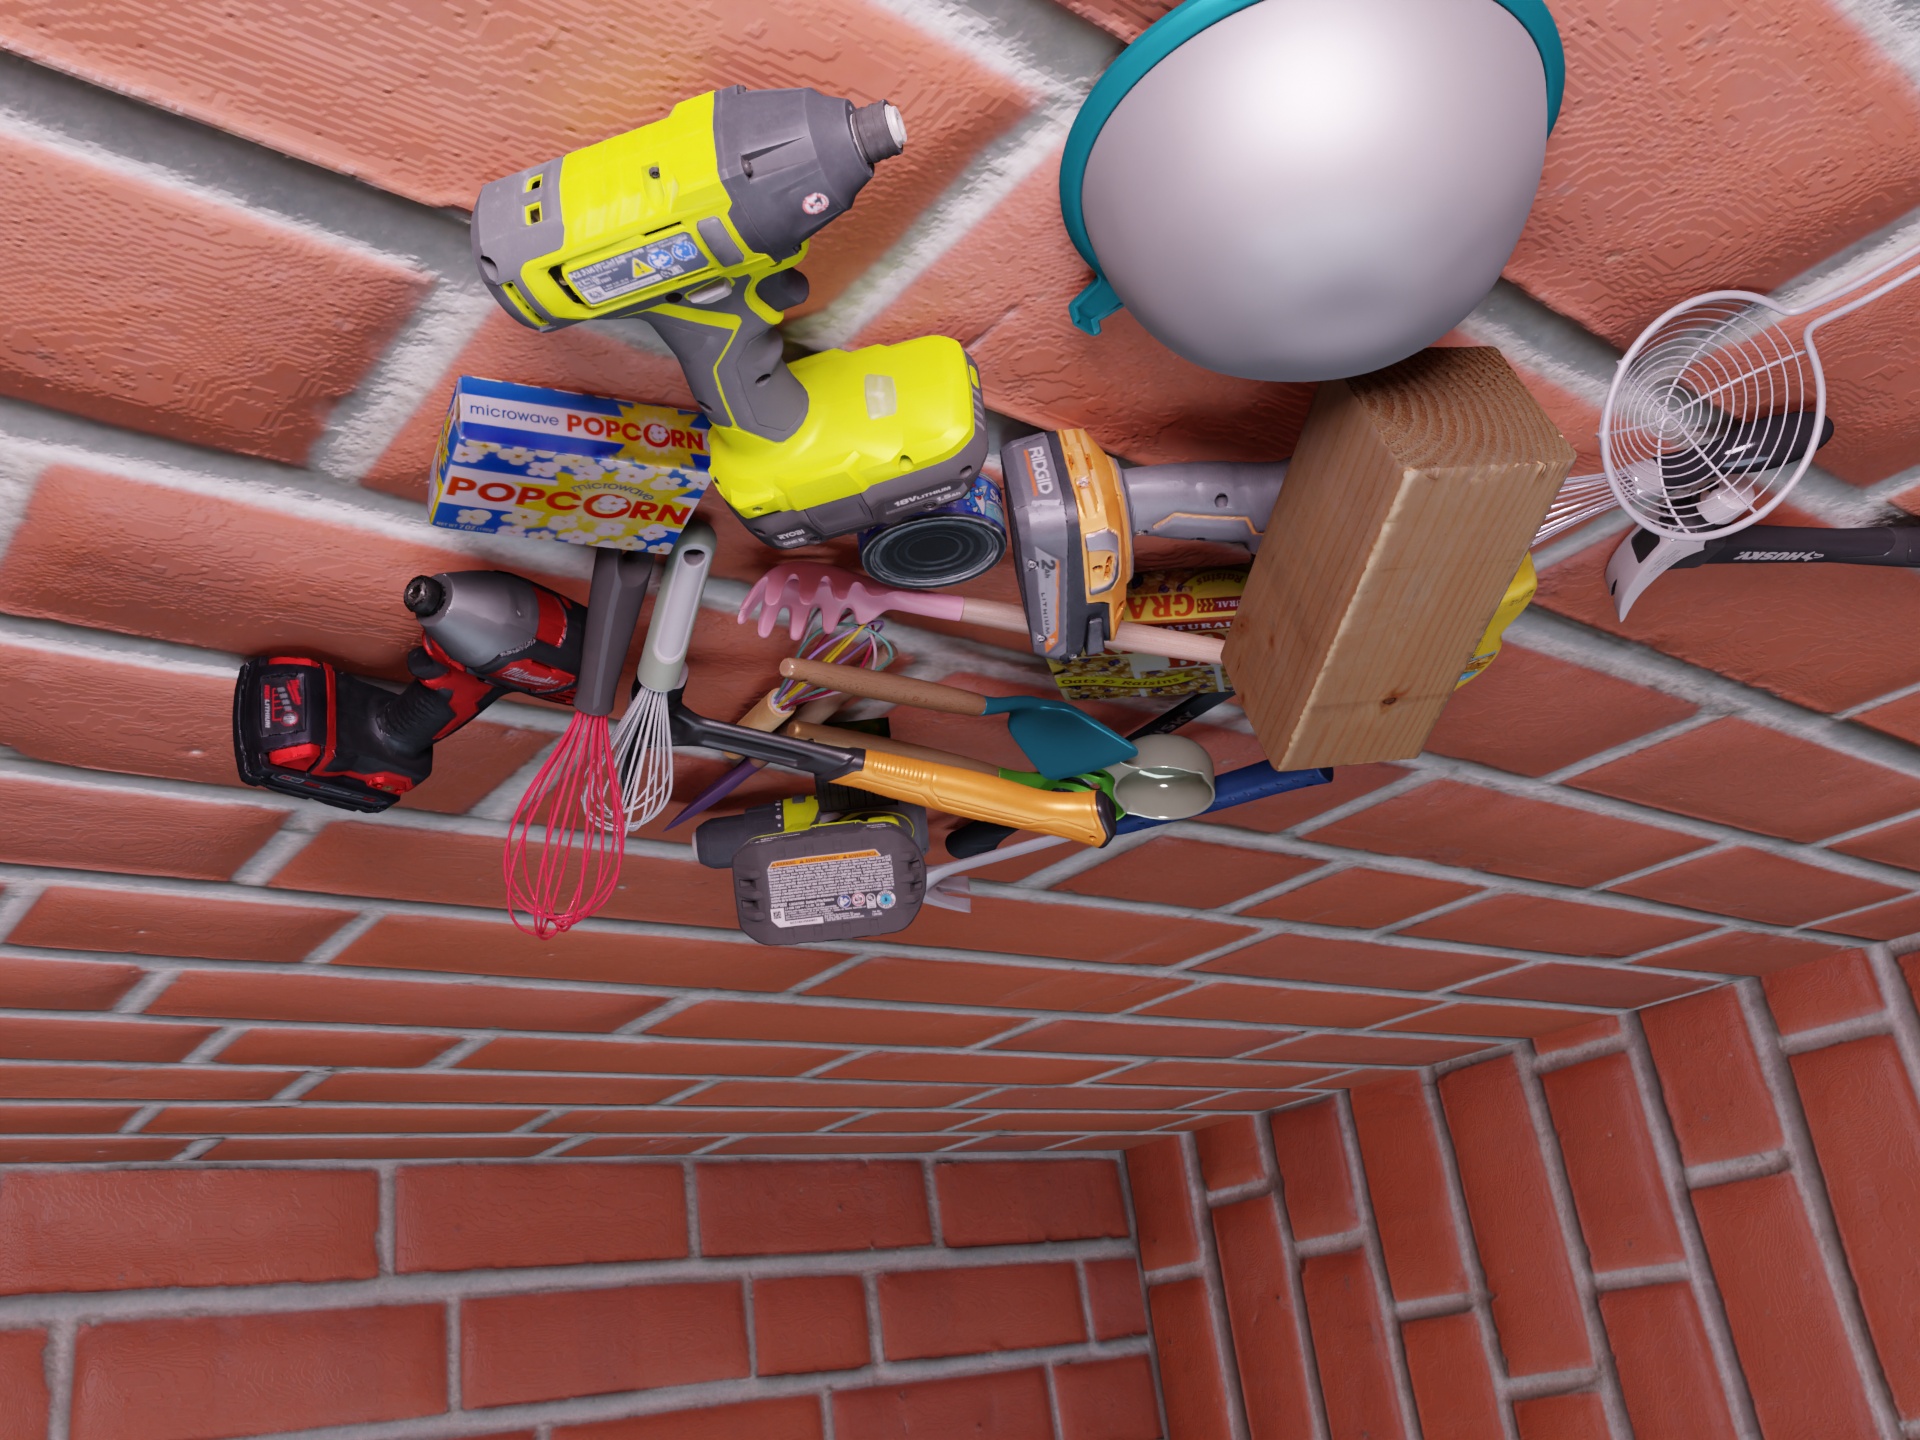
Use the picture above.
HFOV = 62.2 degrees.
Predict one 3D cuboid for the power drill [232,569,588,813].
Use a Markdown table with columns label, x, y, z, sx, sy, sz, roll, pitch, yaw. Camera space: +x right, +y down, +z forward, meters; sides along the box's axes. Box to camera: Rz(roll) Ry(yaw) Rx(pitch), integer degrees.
| label | x | y | z | sx | sy | sz | roll | pitch | yaw |
| --- | --- | --- | --- | --- | --- | --- | --- | --- | --- |
| power drill | -0.327 | -0.024 | 0.956 | 0.219 | 0.079 | 0.143 | -23 | 154 | 25 |

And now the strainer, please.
| label | x | y | z | sx | sy | sz | roll | pitch | yaw |
| --- | --- | --- | --- | --- | --- | --- | --- | --- | --- |
| strainer | 0.150 | -0.227 | 0.597 | 0.211 | 0.095 | 0.340 | -6 | 158 | -2 |

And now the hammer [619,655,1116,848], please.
| label | x | y | z | sx | sy | sz | roll | pitch | yaw |
| --- | --- | --- | --- | --- | --- | --- | --- | --- | --- |
| hammer | -0.059 | 0.040 | 1.066 | 0.336 | 0.034 | 0.127 | 13 | 137 | -10 |

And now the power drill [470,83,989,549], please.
| label | x | y | z | sx | sy | sz | roll | pitch | yaw |
| --- | --- | --- | --- | --- | --- | --- | --- | --- | --- |
| power drill | -0.076 | -0.171 | 0.687 | 0.171 | 0.080 | 0.223 | -14 | 153 | 15 |

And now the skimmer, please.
| label | x | y | z | sx | sy | sz | roll | pitch | yaw |
| --- | --- | --- | --- | --- | --- | --- | --- | --- | --- |
| skimmer | 0.472 | -0.211 | 0.740 | 0.127 | 0.090 | 0.363 | 40 | 134 | -18 |

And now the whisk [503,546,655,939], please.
| label | x | y | z | sx | sy | sz | roll | pitch | yaw |
| --- | --- | --- | --- | --- | --- | --- | --- | --- | --- |
| whisk | -0.217 | 0.007 | 0.927 | 0.073 | 0.073 | 0.295 | 4 | 120 | -26 |

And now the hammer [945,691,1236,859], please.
| label | x | y | z | sx | sy | sz | roll | pitch | yaw |
| --- | --- | --- | --- | --- | --- | --- | --- | --- | --- |
| hammer | 0.108 | 0.036 | 1.280 | 0.149 | 0.036 | 0.409 | 9 | 152 | -32 |

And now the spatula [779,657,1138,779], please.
| label | x | y | z | sx | sy | sz | roll | pitch | yaw |
| --- | --- | --- | --- | --- | --- | --- | --- | --- | --- |
| spatula | -0.002 | -0.003 | 1.047 | 0.082 | 0.044 | 0.317 | -18 | 162 | 36 |

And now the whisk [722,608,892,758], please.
| label | x | y | z | sx | sy | sz | roll | pitch | yaw |
| --- | --- | --- | --- | --- | --- | --- | --- | --- | --- |
| whisk | -0.109 | -0.021 | 1.075 | 0.051 | 0.047 | 0.245 | 17 | 153 | -23 |

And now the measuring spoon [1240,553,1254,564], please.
| label | x | y | z | sx | sy | sz | roll | pitch | yaw |
| --- | --- | --- | --- | --- | --- | --- | --- | --- | --- |
| measuring spoon | 0.189 | -0.115 | 0.983 | 0.034 | 0.018 | 0.124 | 1 | 150 | 0 |

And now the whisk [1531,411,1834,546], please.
| label | x | y | z | sx | sy | sz | roll | pitch | yaw |
| --- | --- | --- | --- | --- | --- | --- | --- | --- | --- |
| whisk | 0.372 | -0.133 | 0.943 | 0.284 | 0.070 | 0.070 | -16 | 156 | 8 |

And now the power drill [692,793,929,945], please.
| label | x | y | z | sx | sy | sz | roll | pitch | yaw |
| --- | --- | --- | --- | --- | --- | --- | --- | --- | --- |
| power drill | -0.115 | 0.103 | 1.219 | 0.190 | 0.080 | 0.228 | -6 | -172 | -4 |

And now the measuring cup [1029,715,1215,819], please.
| label | x | y | z | sx | sy | sz | roll | pitch | yaw |
| --- | --- | --- | --- | --- | --- | --- | --- | --- | --- |
| measuring cup | 0.118 | 0.021 | 1.177 | 0.167 | 0.038 | 0.083 | 29 | 141 | -26 |

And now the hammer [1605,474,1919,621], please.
| label | x | y | z | sx | sy | sz | roll | pitch | yaw |
| --- | --- | --- | --- | --- | --- | --- | --- | --- | --- |
| hammer | 0.600 | -0.116 | 1.079 | 0.334 | 0.035 | 0.146 | -1 | 156 | -16 |

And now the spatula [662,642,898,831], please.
| label | x | y | z | sx | sy | sz | roll | pitch | yaw |
| --- | --- | --- | --- | --- | --- | --- | --- | --- | --- |
| spatula | -0.138 | 0.019 | 1.171 | 0.316 | 0.018 | 0.060 | -35 | 180 | 44 |

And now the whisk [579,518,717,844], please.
| label | x | y | z | sx | sy | sz | roll | pitch | yaw |
| --- | --- | --- | --- | --- | --- | --- | --- | --- | --- |
| whisk | -0.184 | -0.019 | 0.955 | 0.057 | 0.059 | 0.246 | 6 | 130 | -21 |

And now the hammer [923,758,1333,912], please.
| label | x | y | z | sx | sy | sz | roll | pitch | yaw |
| --- | --- | --- | --- | --- | --- | --- | --- | --- | --- |
| hammer | 0.113 | 0.090 | 1.319 | 0.405 | 0.035 | 0.144 | -19 | 153 | 28 |

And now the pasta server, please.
| label | x | y | z | sx | sy | sz | roll | pitch | yaw |
| --- | --- | --- | --- | --- | --- | --- | --- | --- | --- |
| pasta server | 0.026 | -0.056 | 0.958 | 0.316 | 0.040 | 0.060 | 9 | 161 | -9 |

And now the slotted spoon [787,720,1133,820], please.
| label | x | y | z | sx | sy | sz | roll | pitch | yaw |
| --- | --- | --- | --- | --- | --- | --- | --- | --- | --- |
| slotted spoon | 0.006 | 0.034 | 1.164 | 0.313 | 0.031 | 0.070 | 14 | 132 | -38 |

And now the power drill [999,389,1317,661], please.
| label | x | y | z | sx | sy | sz | roll | pitch | yaw |
| --- | --- | --- | --- | --- | --- | --- | --- | --- | --- |
| power drill | 0.144 | -0.096 | 0.884 | 0.226 | 0.084 | 0.185 | -10 | 141 | 1 |
